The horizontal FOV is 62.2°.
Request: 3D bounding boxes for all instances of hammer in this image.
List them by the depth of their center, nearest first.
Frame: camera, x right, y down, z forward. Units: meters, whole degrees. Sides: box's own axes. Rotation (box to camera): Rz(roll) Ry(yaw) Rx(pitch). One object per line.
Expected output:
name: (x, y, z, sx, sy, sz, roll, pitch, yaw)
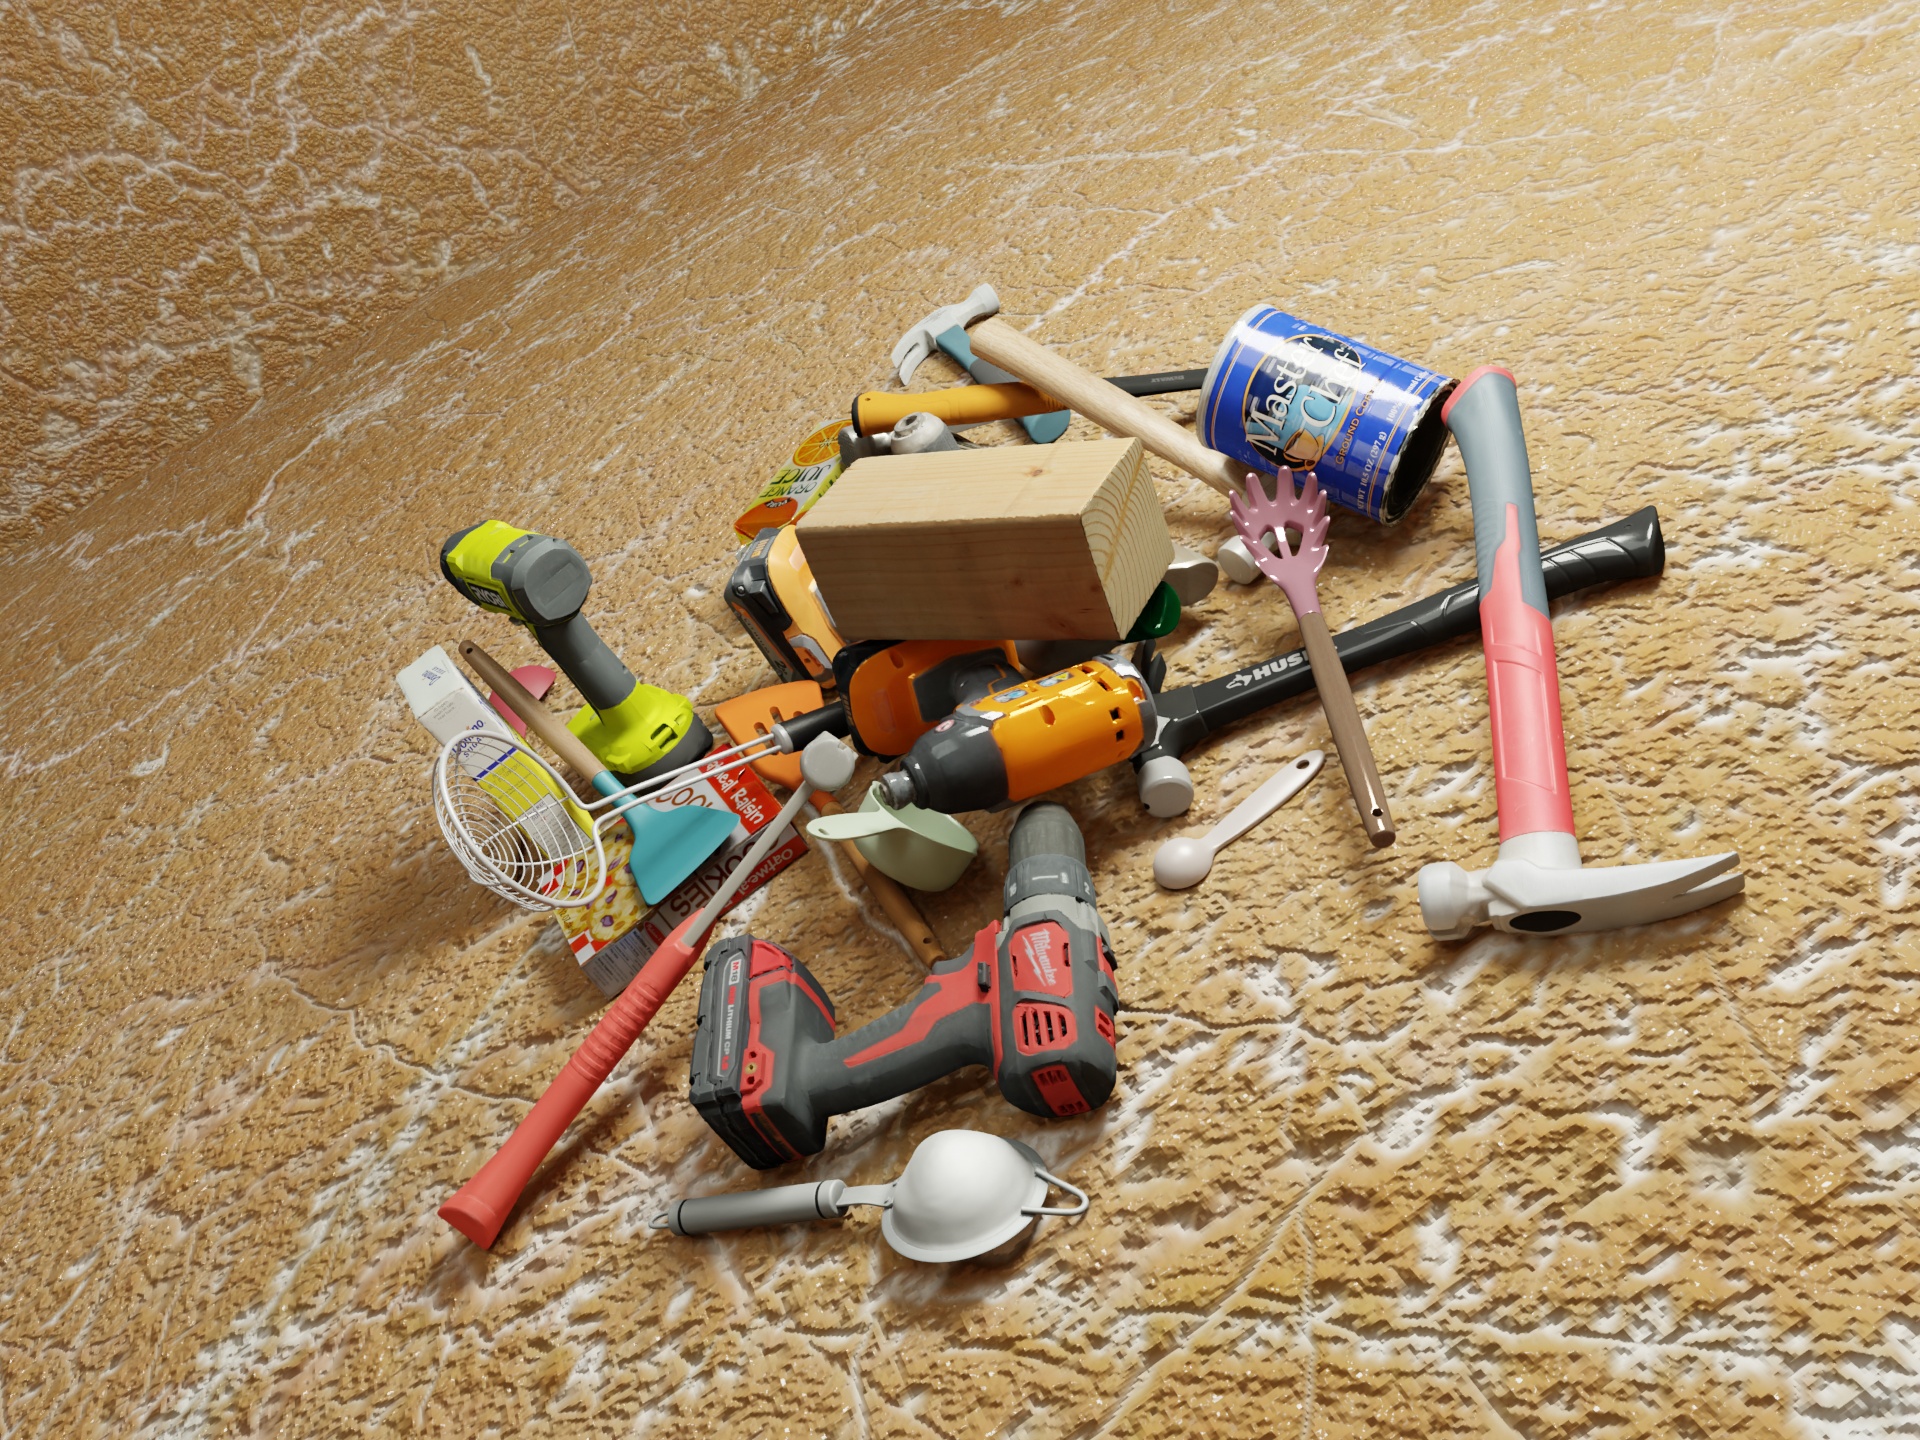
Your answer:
hammer: (0.316, -0.059, 0.859, 0.143, 0.038, 0.387, -11, 48, 25)
hammer: (-0.182, 0.155, 0.952, 0.359, 0.036, 0.149, -52, 4, -7)
hammer: (0.253, -0.052, 0.952, 0.335, 0.035, 0.146, -22, 36, 13)
hammer: (0.131, -0.221, 1.169, 0.130, 0.031, 0.332, -40, 56, -18)
hammer: (0.062, -0.175, 1.204, 0.146, 0.038, 0.411, -22, 34, -23)
hammer: (0.080, -0.253, 1.256, 0.337, 0.034, 0.127, -5, 39, 6)
hammer: (0.026, -0.325, 1.475, 0.128, 0.033, 0.331, -31, 34, -2)

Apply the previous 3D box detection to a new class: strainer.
strainer: (-0.060, 0.243, 0.811, 0.258, 0.050, 0.087, -16, 21, 27)

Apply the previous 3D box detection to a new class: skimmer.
skimmer: (-0.159, 0.019, 1.022, 0.363, 0.090, 0.127, -22, 71, -32)

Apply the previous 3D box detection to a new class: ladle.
ladle: (-0.370, 0.039, 1.318, 0.069, 0.031, 0.316, -27, 36, 6)

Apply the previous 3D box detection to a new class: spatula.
spatula: (-0.079, 0.064, 1.050, 0.081, 0.041, 0.323, -16, 32, -18)
spatula: (-0.272, 0.021, 1.125, 0.082, 0.044, 0.318, -45, 59, -13)

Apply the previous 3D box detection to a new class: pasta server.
pasta server: (0.207, -0.046, 0.917, 0.060, 0.040, 0.317, -12, 39, 8)

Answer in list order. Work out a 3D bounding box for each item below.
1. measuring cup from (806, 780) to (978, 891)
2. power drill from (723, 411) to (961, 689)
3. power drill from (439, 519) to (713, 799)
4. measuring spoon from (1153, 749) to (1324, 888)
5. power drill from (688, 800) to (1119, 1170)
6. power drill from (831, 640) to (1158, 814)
measuring cup: (-0.050, 0.074, 0.931, 0.083, 0.167, 0.038, 34, 104, 23)
power drill: (-0.059, -0.117, 1.142, 0.226, 0.185, 0.084, -12, 36, 30)
power drill: (-0.296, -0.051, 1.198, 0.171, 0.223, 0.080, 16, 55, 47)
measuring spoon: (0.158, 0.051, 0.906, 0.124, 0.018, 0.034, -37, 34, -11)
power drill: (-0.025, 0.141, 0.870, 0.226, 0.080, 0.188, -16, 43, 15)
power drill: (-0.002, -0.003, 0.982, 0.164, 0.084, 0.227, -21, 20, -18)
